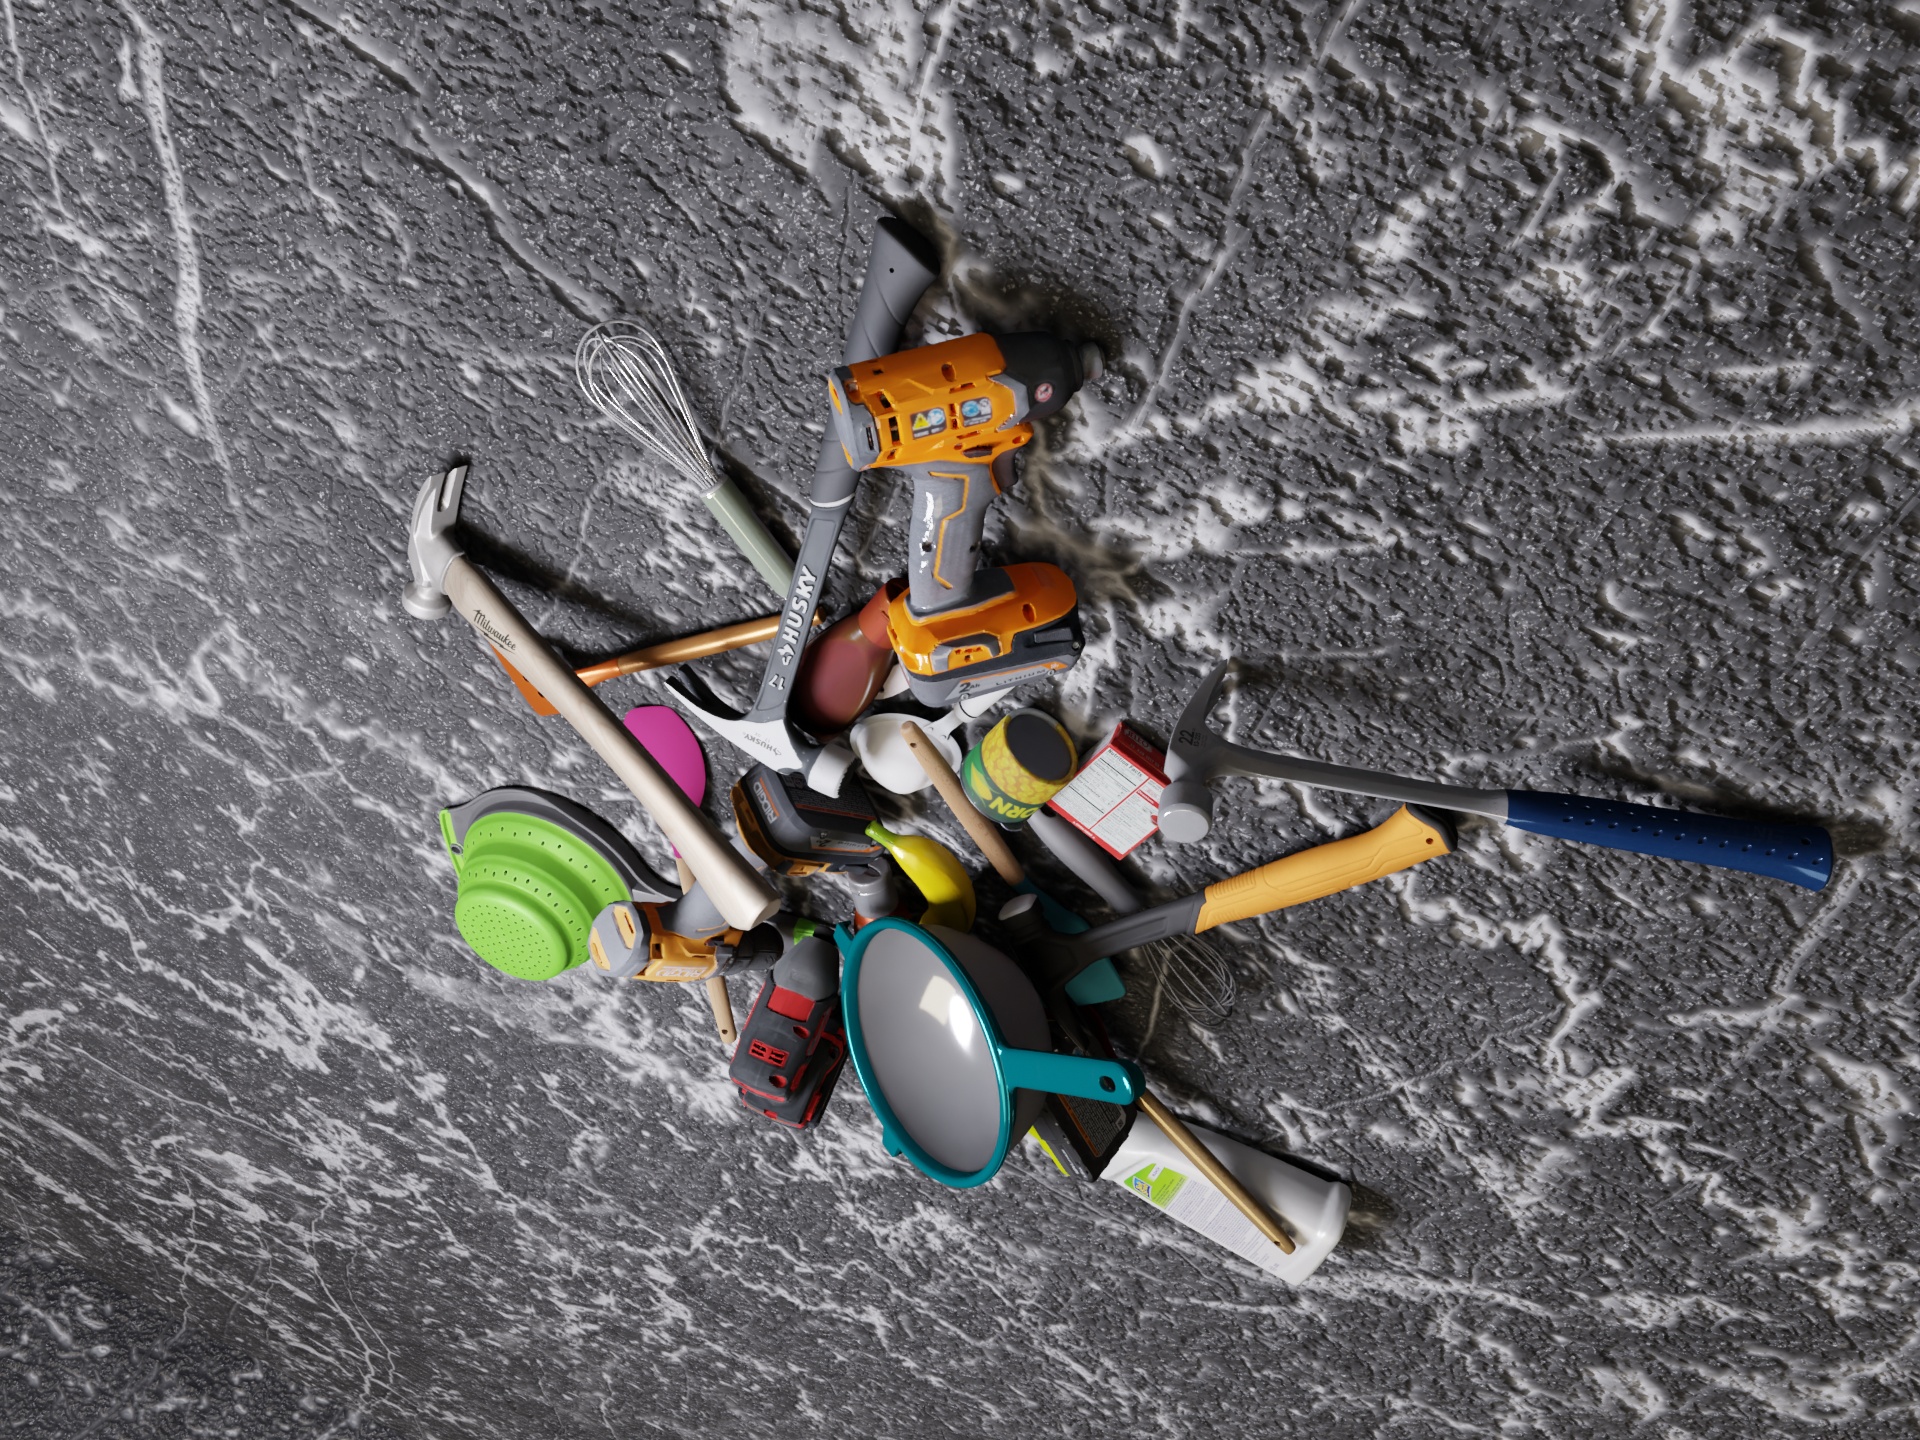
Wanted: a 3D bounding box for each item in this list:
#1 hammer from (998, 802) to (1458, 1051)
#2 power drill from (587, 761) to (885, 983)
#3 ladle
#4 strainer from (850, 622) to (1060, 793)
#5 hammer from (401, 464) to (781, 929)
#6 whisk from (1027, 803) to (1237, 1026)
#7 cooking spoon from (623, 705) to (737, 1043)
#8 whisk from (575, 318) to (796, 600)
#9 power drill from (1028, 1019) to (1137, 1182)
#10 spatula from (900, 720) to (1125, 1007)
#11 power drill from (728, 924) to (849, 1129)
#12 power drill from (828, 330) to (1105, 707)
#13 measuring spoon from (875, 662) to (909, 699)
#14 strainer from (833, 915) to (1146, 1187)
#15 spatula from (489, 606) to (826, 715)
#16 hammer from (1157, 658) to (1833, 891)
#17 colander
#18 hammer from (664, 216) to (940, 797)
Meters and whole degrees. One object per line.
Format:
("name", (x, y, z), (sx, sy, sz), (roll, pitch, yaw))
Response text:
("hammer", (0.195, 0.137, 1.142), (0.337, 0.034, 0.127), (-24, 103, 27))
("power drill", (-0.159, 0.131, 1.257), (0.226, 0.084, 0.185), (-42, 149, 22))
("ladle", (0.167, 0.328, 1.325), (0.315, 0.031, 0.069), (46, 135, 1))
("strainer", (-0.002, -0.004, 1.151), (0.086, 0.050, 0.258), (32, 133, -23))
("hammer", (-0.272, -0.010, 1.167), (0.411, 0.038, 0.146), (45, 136, 15))
("whisk", (0.129, 0.144, 1.212), (0.239, 0.055, 0.055), (46, 132, -11))
("cooking spoon", (-0.227, 0.135, 1.337), (0.069, 0.017, 0.318), (-5, 112, 12))
("whisk", (-0.173, -0.168, 1.088), (0.246, 0.059, 0.058), (53, 174, -27))
("power drill", (0.033, 0.319, 1.356), (0.223, 0.080, 0.171), (-6, 121, 48))
("spatula", (0.032, 0.113, 1.210), (0.082, 0.044, 0.317), (-12, 133, 26))
("power drill", (-0.138, 0.262, 1.346), (0.078, 0.143, 0.219), (21, 157, 6))
("power drill", (0.018, -0.131, 0.984), (0.164, 0.084, 0.226), (-16, 128, -7))
("measuring spoon", (-0.029, -0.042, 1.150), (0.034, 0.018, 0.124), (47, 138, -14))
("strainer", (0.040, 0.235, 1.167), (0.340, 0.095, 0.211), (-8, 96, 54))
("spatula", (-0.238, -0.053, 1.230), (0.322, 0.041, 0.081), (-11, 122, 27))
("hammer", (0.332, 0.047, 1.003), (0.405, 0.144, 0.035), (10, 134, 6))
("colander", (-0.307, 0.181, 1.410), (0.397, 0.095, 0.204), (11, 132, 16))
("hammer", (-0.093, -0.133, 1.046), (0.149, 0.036, 0.408), (26, 125, 7))
